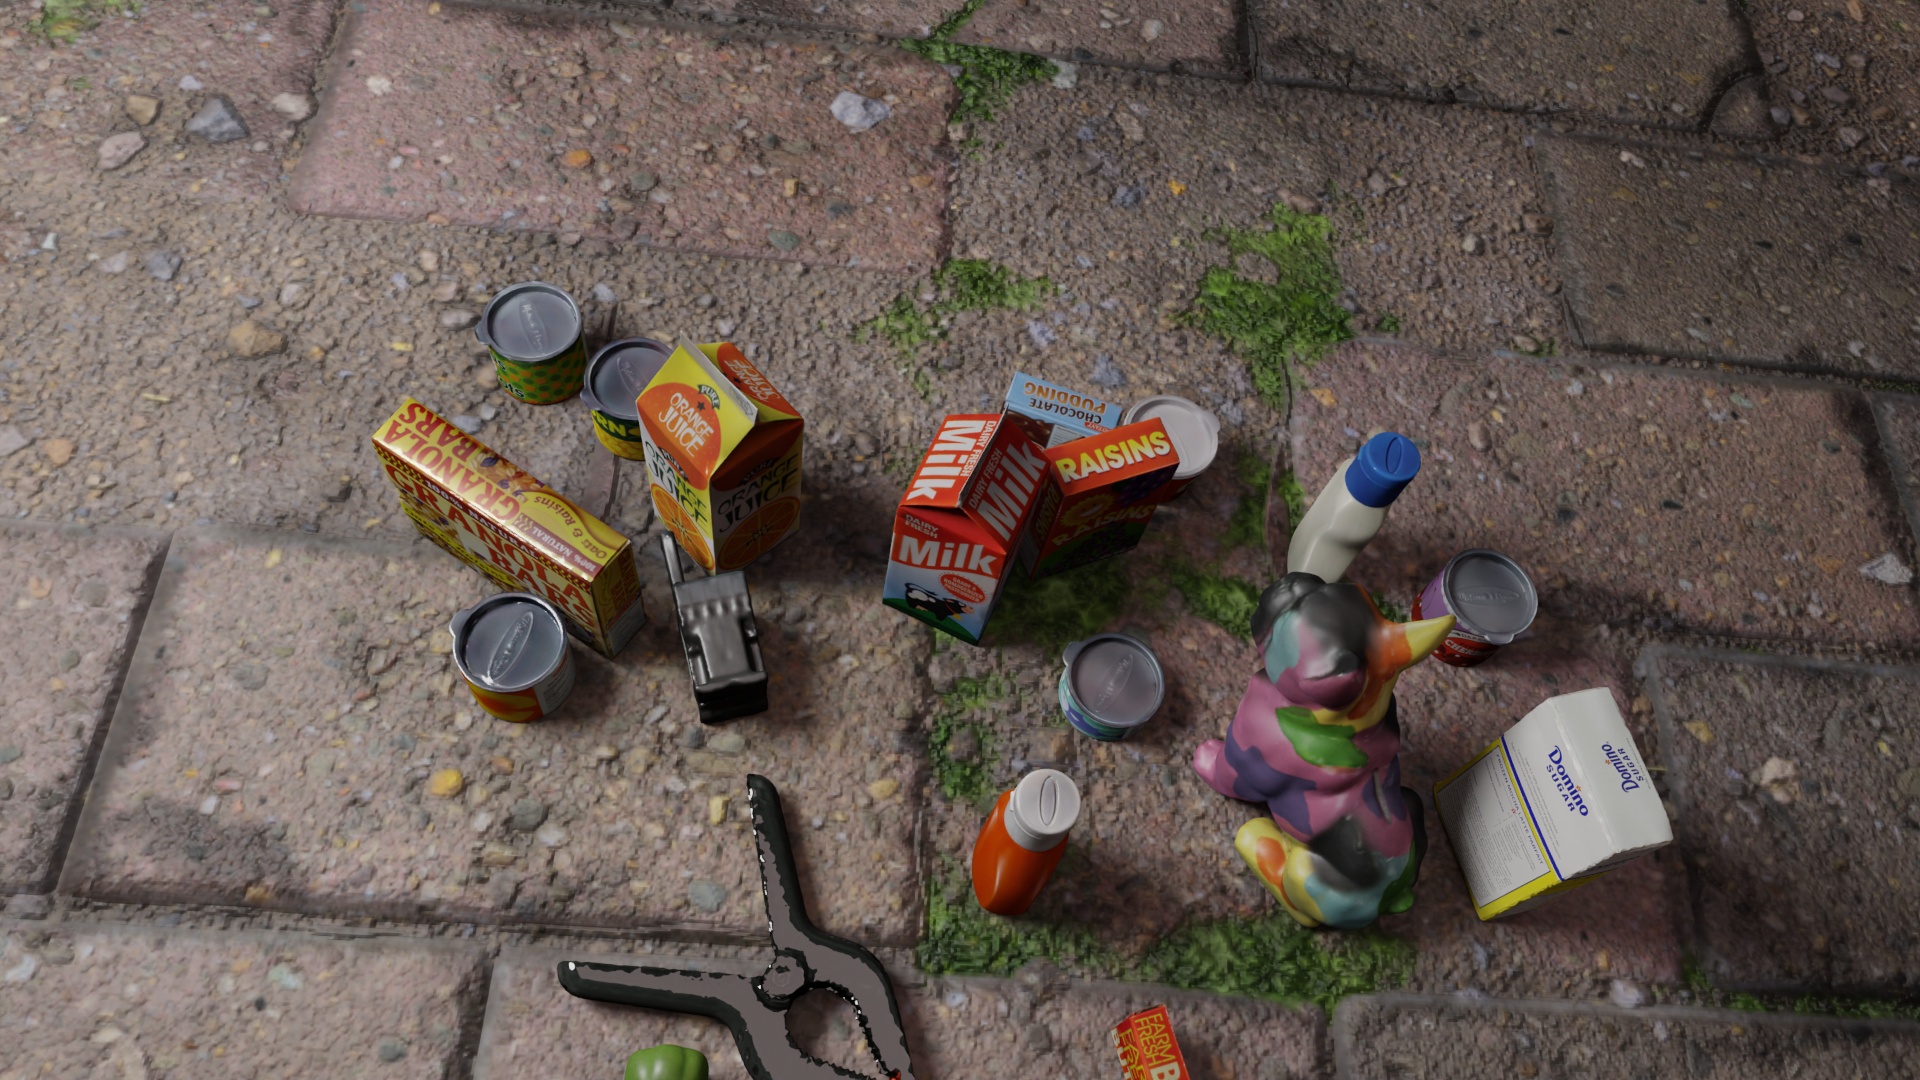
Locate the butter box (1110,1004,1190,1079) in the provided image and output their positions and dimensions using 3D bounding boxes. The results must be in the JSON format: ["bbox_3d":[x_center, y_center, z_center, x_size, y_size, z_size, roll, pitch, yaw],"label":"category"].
[{"bbox_3d":[0.117,0.322,0.791,0.024,0.053,0.104,-11,65,-13],"label":"butter box"}]

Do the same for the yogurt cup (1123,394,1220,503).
[{"bbox_3d":[0.144,-0.062,0.992,0.072,0.053,0.072,3,63,-6],"label":"yogurt cup"}]

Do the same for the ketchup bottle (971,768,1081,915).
[{"bbox_3d":[0.037,0.171,0.804,0.043,0.148,0.065,8,63,-4],"label":"ketchup bottle"}]

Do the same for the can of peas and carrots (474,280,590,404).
[{"bbox_3d":[-0.296,-0.135,0.965,0.071,0.058,0.071,3,63,-6],"label":"can of peas and carrots"}]

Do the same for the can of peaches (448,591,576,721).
[{"bbox_3d":[-0.277,0.072,0.862,0.071,0.057,0.071,3,63,-6],"label":"can of peaches"}]

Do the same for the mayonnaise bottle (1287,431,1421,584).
[{"bbox_3d":[0.263,-0.020,0.934,0.041,0.147,0.065,19,62,2],"label":"mayonnaise bottle"}]

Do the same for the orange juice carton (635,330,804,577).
[{"bbox_3d":[-0.148,-0.054,0.868,0.073,0.191,0.072,-37,73,-22],"label":"orange juice carton"}]

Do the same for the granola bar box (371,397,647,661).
[{"bbox_3d":[-0.277,-0.003,0.863,0.166,0.123,0.039,32,64,9],"label":"granola bar box"}]

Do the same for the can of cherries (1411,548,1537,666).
[{"bbox_3d":[0.354,0.049,0.961,0.071,0.058,0.072,3,63,-6],"label":"can of cherries"}]

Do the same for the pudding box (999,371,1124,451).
[{"bbox_3d":[0.070,-0.085,0.995,0.084,0.049,0.030,19,62,2],"label":"pudding box"}]

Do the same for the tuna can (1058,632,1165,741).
[{"bbox_3d":[0.097,0.096,0.916,0.071,0.032,0.071,3,63,-6],"label":"tuna can"}]

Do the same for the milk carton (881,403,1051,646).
[{"bbox_3d":[0.003,-0.011,0.869,0.073,0.189,0.072,24,63,5],"label":"milk carton"}]

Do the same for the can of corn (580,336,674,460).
[{"bbox_3d":[-0.224,-0.095,0.955,0.071,0.058,0.071,3,63,-6],"label":"can of corn"}]

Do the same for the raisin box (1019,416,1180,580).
[{"bbox_3d":[0.088,-0.027,0.926,0.086,0.122,0.040,-16,67,-15],"label":"raisin box"}]
